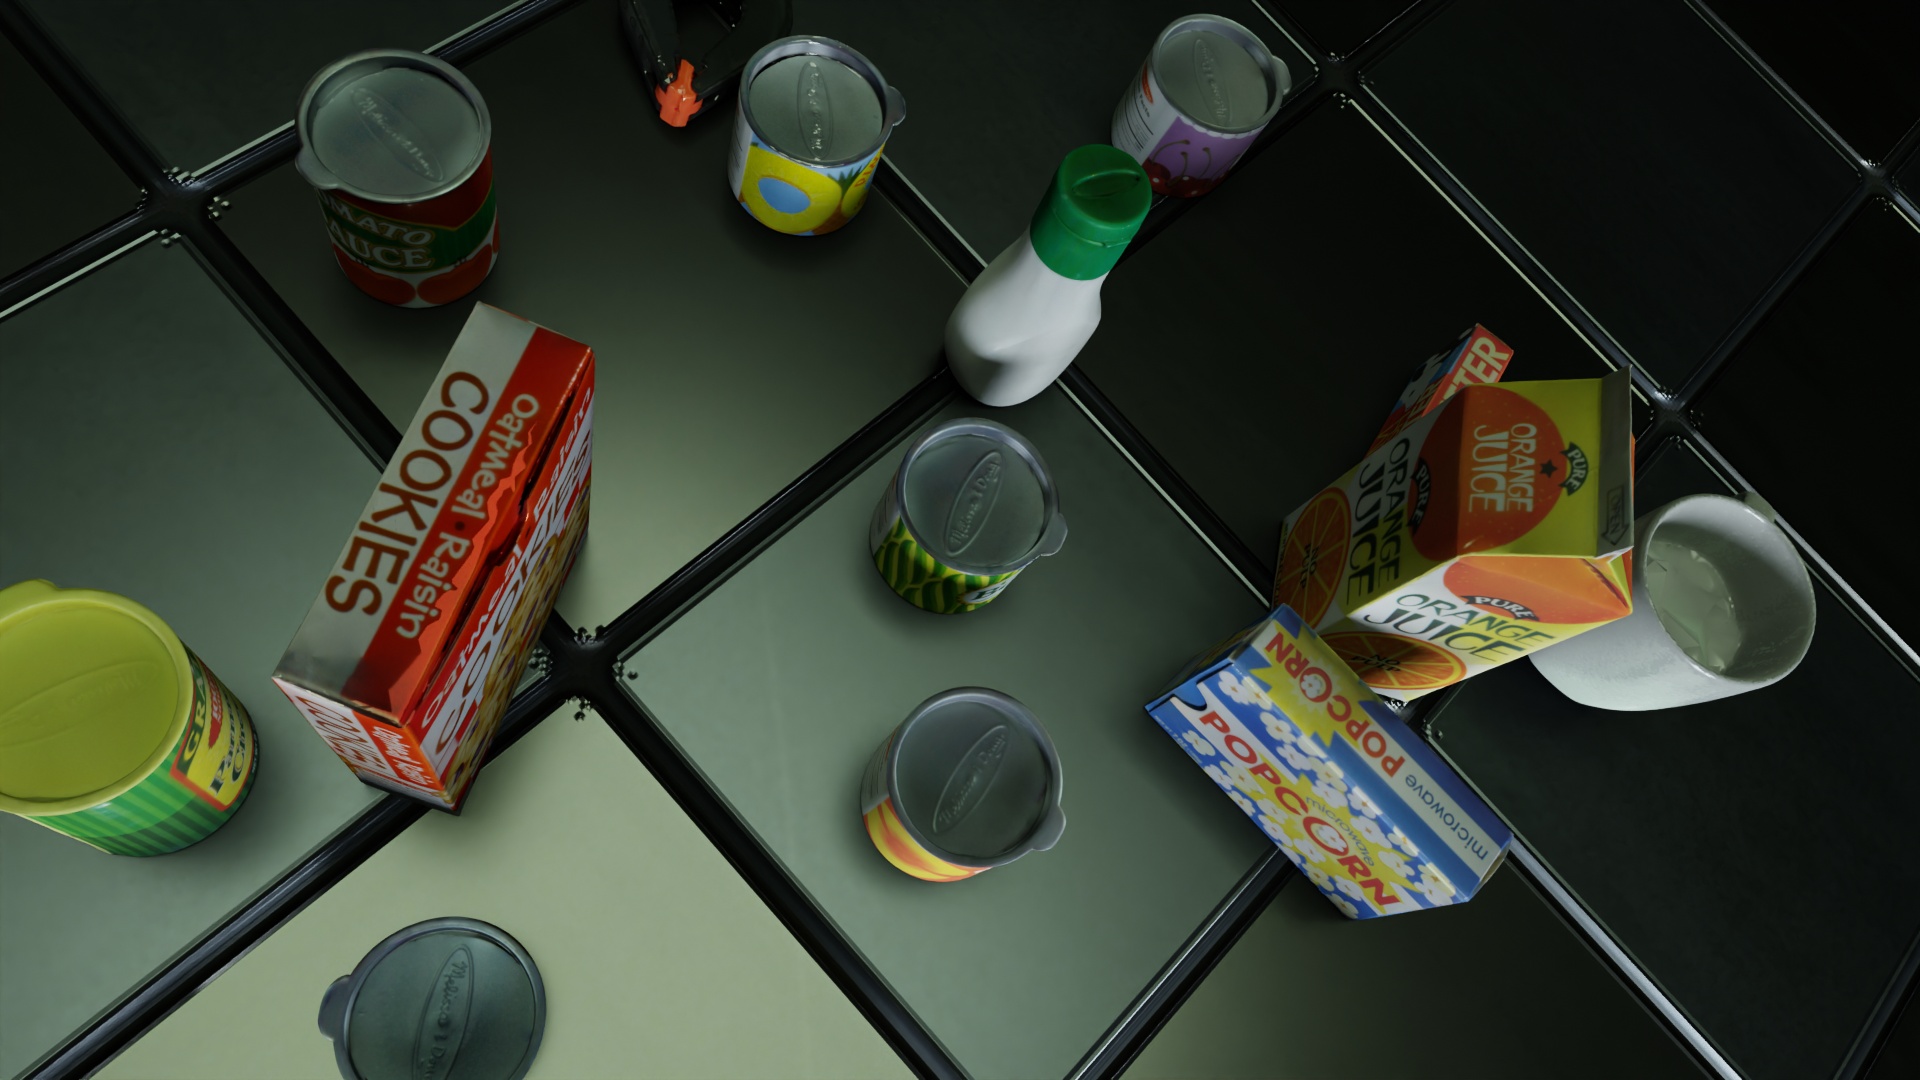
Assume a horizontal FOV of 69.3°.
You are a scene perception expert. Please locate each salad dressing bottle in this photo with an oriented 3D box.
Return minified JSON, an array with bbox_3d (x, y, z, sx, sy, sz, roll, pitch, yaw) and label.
[{"bbox_3d":[0.035,-0.104,0.563,0.064,0.147,0.044,-17,76,-20],"label":"salad dressing bottle"}]

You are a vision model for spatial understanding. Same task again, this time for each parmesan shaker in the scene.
[{"bbox_3d":[-0.270,0.059,0.443,0.071,0.102,0.071,5,70,-14],"label":"parmesan shaker"}]

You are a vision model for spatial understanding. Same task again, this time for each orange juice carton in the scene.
[{"bbox_3d":[0.197,0.001,0.545,0.073,0.192,0.072,17,68,-9],"label":"orange juice carton"}]

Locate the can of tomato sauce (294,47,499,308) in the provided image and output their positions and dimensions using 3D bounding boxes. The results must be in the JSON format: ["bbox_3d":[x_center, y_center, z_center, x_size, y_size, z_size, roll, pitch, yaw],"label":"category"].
[{"bbox_3d":[-0.217,-0.137,0.540,0.071,0.082,0.071,5,70,-14],"label":"can of tomato sauce"}]

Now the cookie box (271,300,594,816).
[{"bbox_3d":[-0.161,0.016,0.454,0.040,0.166,0.123,22,67,-7],"label":"cookie box"}]

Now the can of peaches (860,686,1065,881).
[{"bbox_3d":[0.001,0.096,0.530,0.071,0.058,0.071,5,70,-14],"label":"can of peaches"}]

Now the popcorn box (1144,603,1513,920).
[{"bbox_3d":[0.144,0.092,0.556,0.127,0.085,0.038,46,66,4],"label":"popcorn box"}]

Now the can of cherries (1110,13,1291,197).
[{"bbox_3d":[0.115,-0.208,0.672,0.071,0.058,0.071,5,70,-14],"label":"can of cherries"}]

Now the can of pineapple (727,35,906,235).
[{"bbox_3d":[-0.065,-0.176,0.610,0.071,0.057,0.071,5,70,-14],"label":"can of pineapple"}]

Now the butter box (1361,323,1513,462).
[{"bbox_3d":[0.214,-0.049,0.645,0.024,0.053,0.104,37,66,-1],"label":"butter box"}]

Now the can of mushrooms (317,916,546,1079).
[{"bbox_3d":[-0.177,0.162,0.470,0.071,0.033,0.071,5,70,-14],"label":"can of mushrooms"}]

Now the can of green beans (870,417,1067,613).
[{"bbox_3d":[0.000,-0.009,0.568,0.071,0.057,0.071,5,70,-14],"label":"can of green beans"}]
